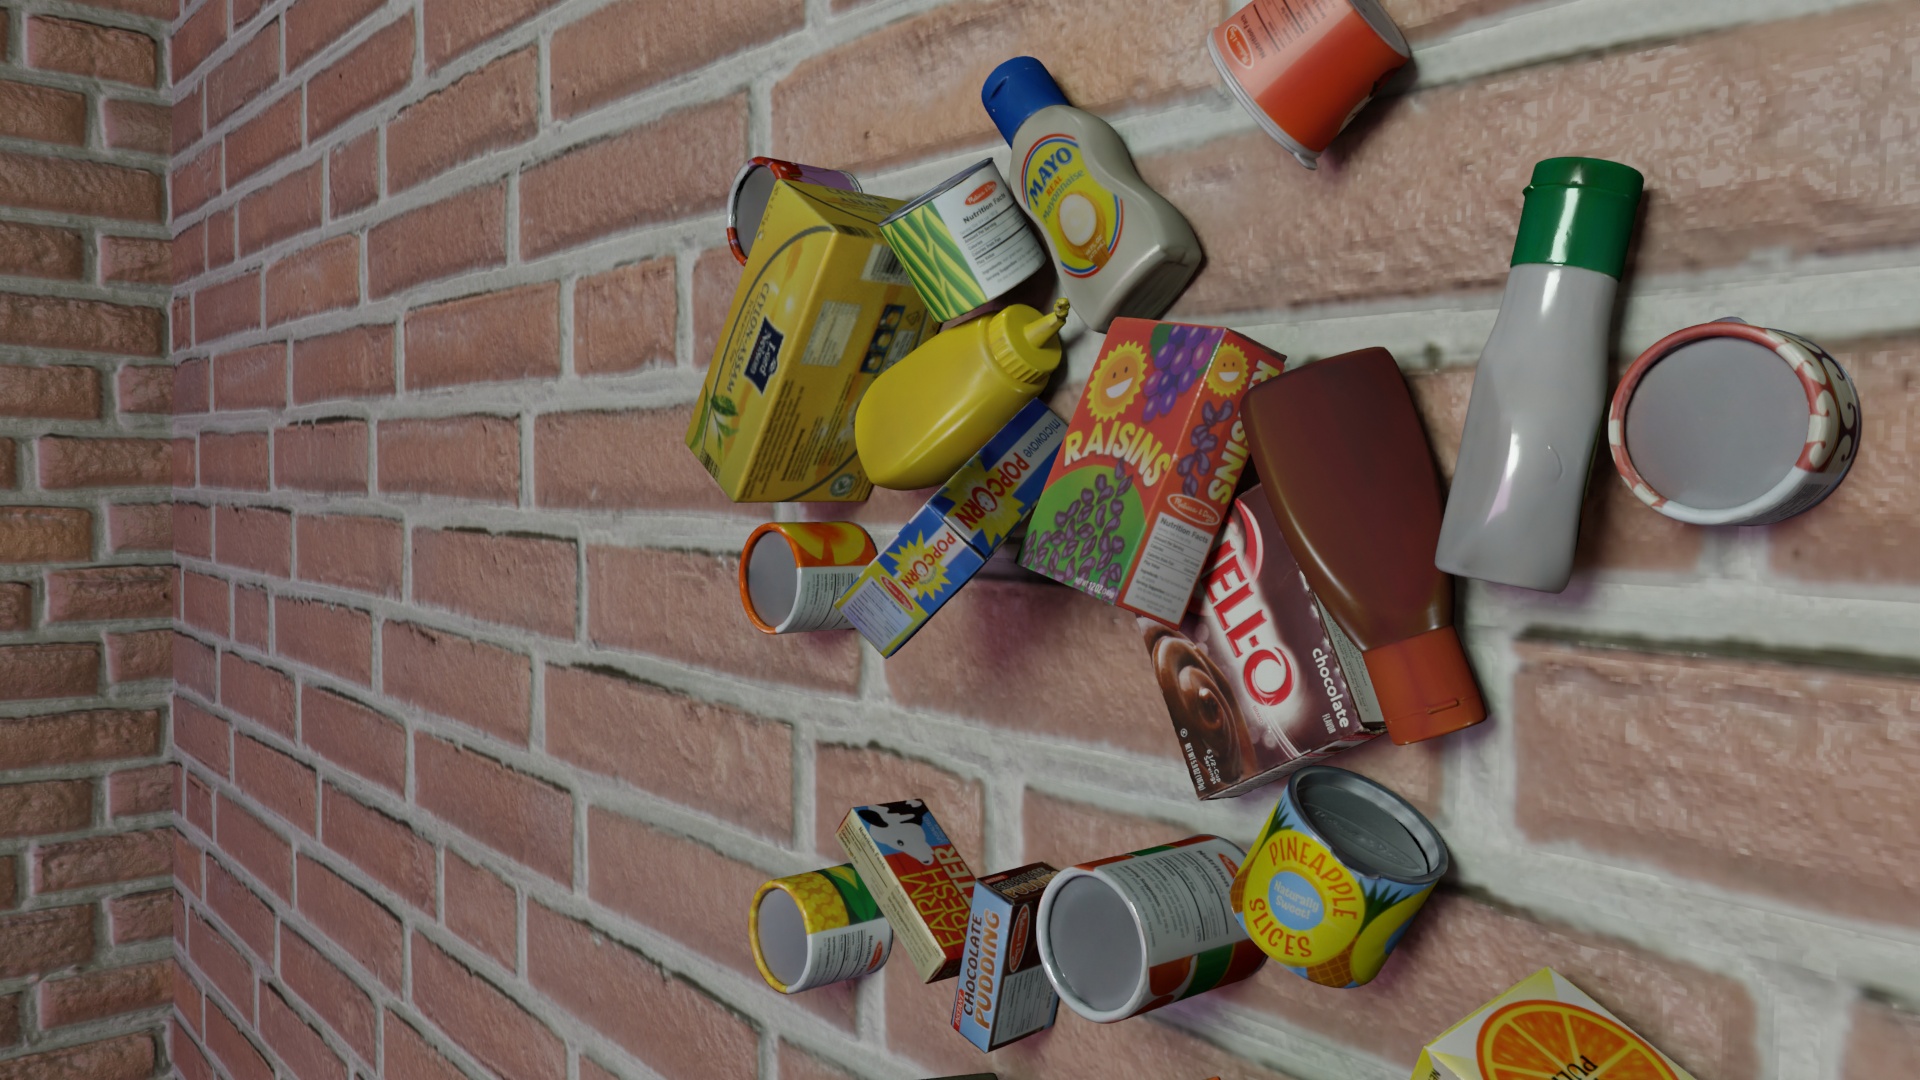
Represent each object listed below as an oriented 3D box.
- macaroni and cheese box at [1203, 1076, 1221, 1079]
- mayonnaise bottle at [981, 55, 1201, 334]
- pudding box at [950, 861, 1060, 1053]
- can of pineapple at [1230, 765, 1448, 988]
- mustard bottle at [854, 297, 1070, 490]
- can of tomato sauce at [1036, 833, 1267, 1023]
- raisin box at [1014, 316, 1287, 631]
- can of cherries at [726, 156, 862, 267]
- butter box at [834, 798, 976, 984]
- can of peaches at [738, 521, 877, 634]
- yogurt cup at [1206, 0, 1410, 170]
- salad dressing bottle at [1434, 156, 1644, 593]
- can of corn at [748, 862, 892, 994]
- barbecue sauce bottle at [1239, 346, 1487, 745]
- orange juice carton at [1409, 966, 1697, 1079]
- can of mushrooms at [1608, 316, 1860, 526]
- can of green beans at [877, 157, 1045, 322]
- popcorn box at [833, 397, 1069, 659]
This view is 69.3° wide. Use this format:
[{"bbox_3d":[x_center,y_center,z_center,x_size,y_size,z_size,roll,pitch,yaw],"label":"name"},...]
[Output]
[{"bbox_3d":[0.096,0.291,0.567,0.165,0.040,0.124,105,144,-64],"label":"macaroni and cheese box"},{"bbox_3d":[0.056,-0.170,0.664,0.064,0.041,0.148,-48,57,36],"label":"mayonnaise bottle"},{"bbox_3d":[0.028,0.207,0.695,0.030,0.050,0.083,22,107,45],"label":"pudding box"},{"bbox_3d":[0.146,0.132,0.544,0.071,0.071,0.057,44,123,39],"label":"can of pineapple"},{"bbox_3d":[0.006,-0.080,0.716,0.159,0.049,0.065,-32,62,44],"label":"mustard bottle"},{"bbox_3d":[0.084,0.169,0.605,0.071,0.083,0.071,1,91,49],"label":"can of tomato sauce"},{"bbox_3d":[0.081,-0.032,0.603,0.086,0.040,0.123,21,89,61],"label":"raisin box"},{"bbox_3d":[-0.098,-0.191,0.827,0.071,0.058,0.071,1,91,49],"label":"can of cherries"},{"bbox_3d":[-0.020,0.187,0.747,0.104,0.053,0.024,51,124,34],"label":"butter box"},{"bbox_3d":[-0.091,0.021,0.823,0.071,0.058,0.071,2,93,48],"label":"can of peaches"},{"bbox_3d":[0.140,-0.194,0.553,0.053,0.072,0.072,-39,62,33],"label":"yogurt cup"},{"bbox_3d":[0.204,-0.057,0.487,0.044,0.064,0.147,12,94,8],"label":"salad dressing bottle"},{"bbox_3d":[-0.085,0.226,0.817,0.071,0.058,0.071,1,91,49],"label":"can of corn"},{"bbox_3d":[0.160,0.003,0.537,0.065,0.043,0.148,-18,79,4],"label":"barbecue sauce bottle"},{"bbox_3d":[0.233,0.233,0.433,0.193,0.073,0.071,38,132,42],"label":"orange juice carton"},{"bbox_3d":[0.249,-0.040,0.452,0.071,0.033,0.071,2,93,49],"label":"can of mushrooms"},{"bbox_3d":[0.001,-0.149,0.694,0.071,0.071,0.057,-13,113,48],"label":"can of green beans"},{"bbox_3d":[0.002,-0.008,0.666,0.038,0.127,0.085,44,128,-1],"label":"popcorn box"}]
